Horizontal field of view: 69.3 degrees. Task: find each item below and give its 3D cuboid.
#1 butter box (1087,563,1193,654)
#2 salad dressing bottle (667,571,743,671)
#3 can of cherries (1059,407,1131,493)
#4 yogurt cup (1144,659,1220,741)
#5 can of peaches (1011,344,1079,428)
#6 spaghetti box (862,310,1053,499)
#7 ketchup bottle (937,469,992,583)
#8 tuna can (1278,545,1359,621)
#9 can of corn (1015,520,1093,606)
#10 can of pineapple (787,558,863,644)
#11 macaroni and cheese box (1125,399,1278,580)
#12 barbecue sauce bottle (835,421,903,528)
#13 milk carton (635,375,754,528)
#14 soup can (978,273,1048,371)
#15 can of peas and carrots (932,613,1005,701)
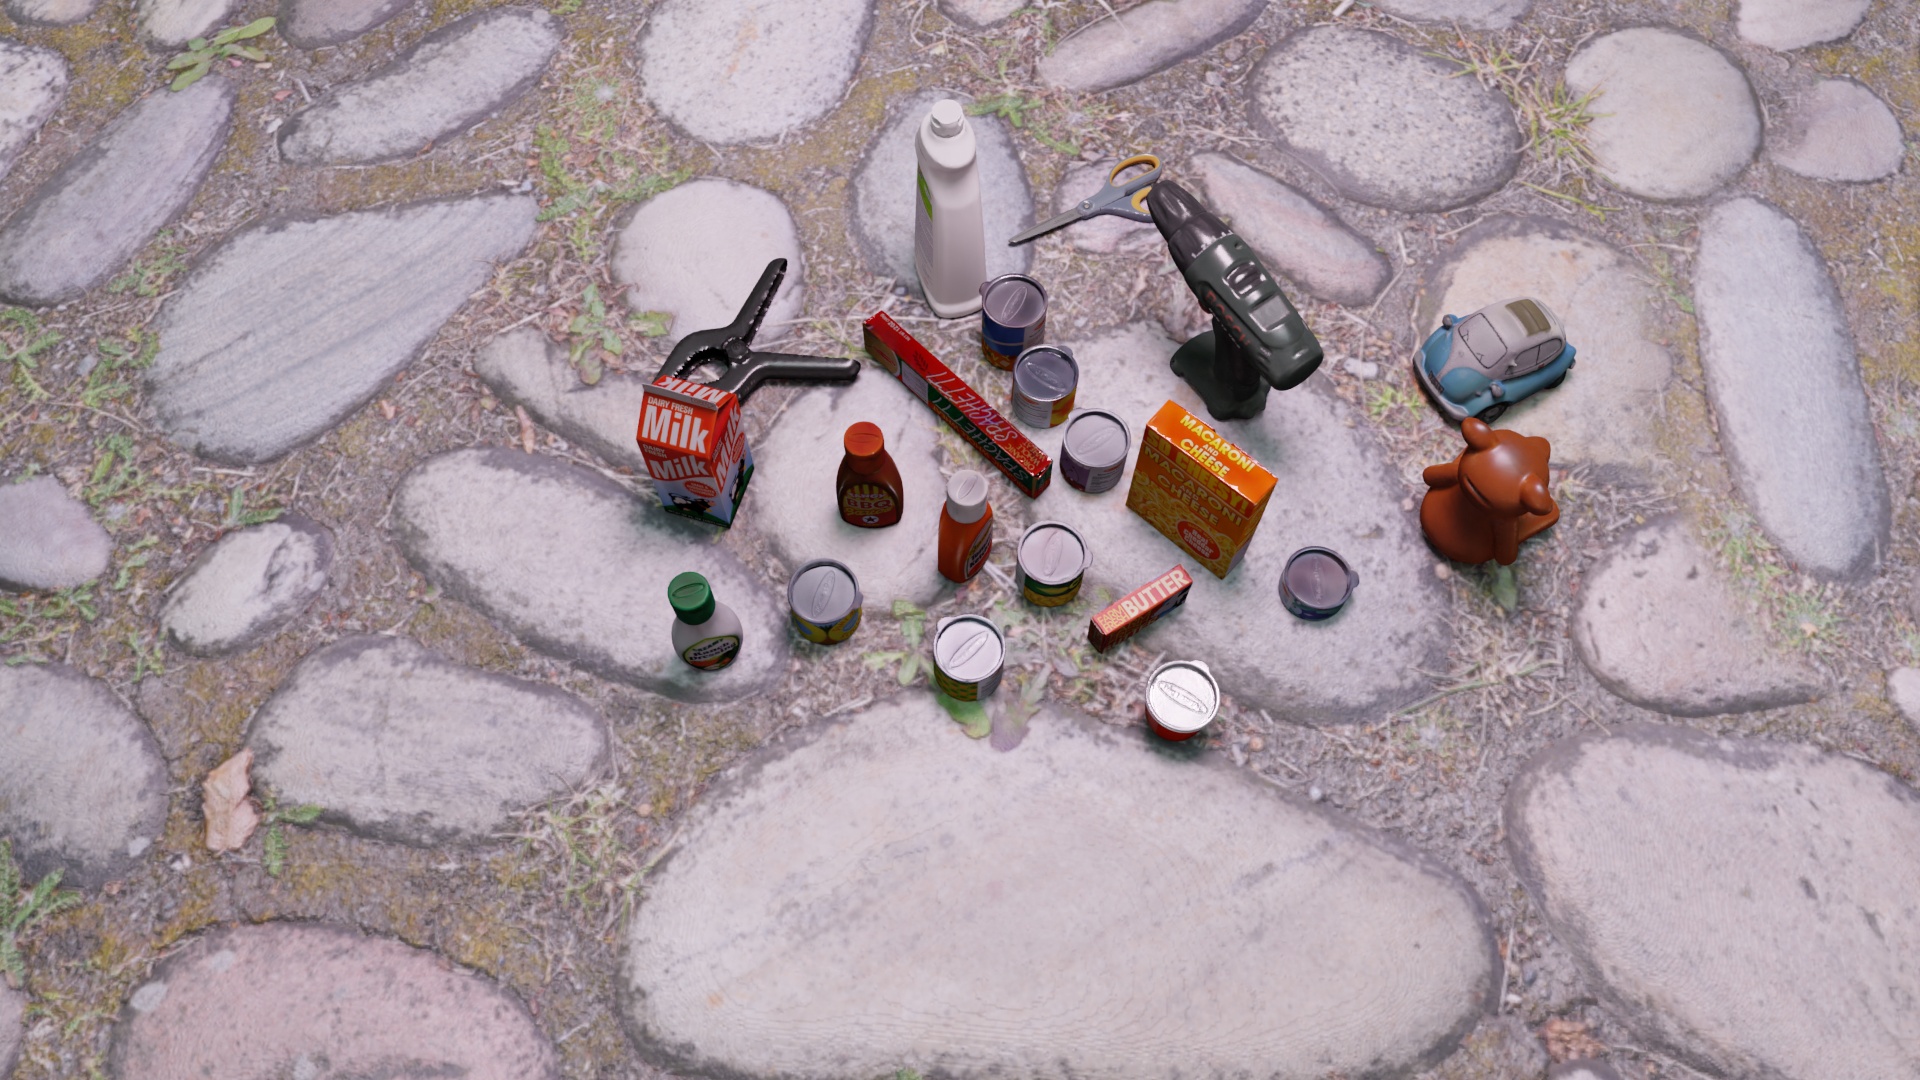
[{"bbox_3d":[0.168,0.065,1.301,0.104,0.053,0.024,-30,69,-14],"label":"butter box"},{"bbox_3d":[-0.232,0.073,1.242,0.064,0.147,0.044,-17,66,-8],"label":"salad dressing bottle"},{"bbox_3d":[0.131,-0.090,1.372,0.071,0.058,0.072,0,65,0],"label":"can of cherries"},{"bbox_3d":[0.198,0.149,1.261,0.072,0.053,0.072,0,65,0],"label":"yogurt cup"},{"bbox_3d":[0.086,-0.156,1.403,0.071,0.057,0.071,0,65,0],"label":"can of peaches"},{"bbox_3d":[-0.004,-0.137,1.397,0.029,0.050,0.250,-42,72,-17],"label":"spaghetti box"},{"bbox_3d":[0.005,-0.016,1.286,0.043,0.148,0.065,30,68,13],"label":"ketchup bottle"},{"bbox_3d":[0.341,0.041,1.325,0.071,0.032,0.071,0,65,0],"label":"tuna can"},{"bbox_3d":[0.088,0.023,1.317,0.071,0.058,0.071,0,65,0],"label":"can of corn"},{"bbox_3d":[-0.125,0.059,1.299,0.071,0.057,0.071,0,65,0],"label":"can of pineapple"},{"bbox_3d":[0.220,-0.045,1.292,0.124,0.165,0.040,39,71,16],"label":"macaroni and cheese box"},{"bbox_3d":[-0.087,-0.061,1.306,0.065,0.148,0.044,1,65,0],"label":"barbecue sauce bottle"},{"bbox_3d":[-0.247,-0.089,1.295,0.072,0.189,0.074,15,66,6],"label":"milk carton"},{"bbox_3d":[0.052,-0.223,1.420,0.071,0.083,0.071,0,65,0],"label":"soup can"},{"bbox_3d":[0.006,0.107,1.277,0.071,0.058,0.071,0,65,0],"label":"can of peas and carrots"}]
